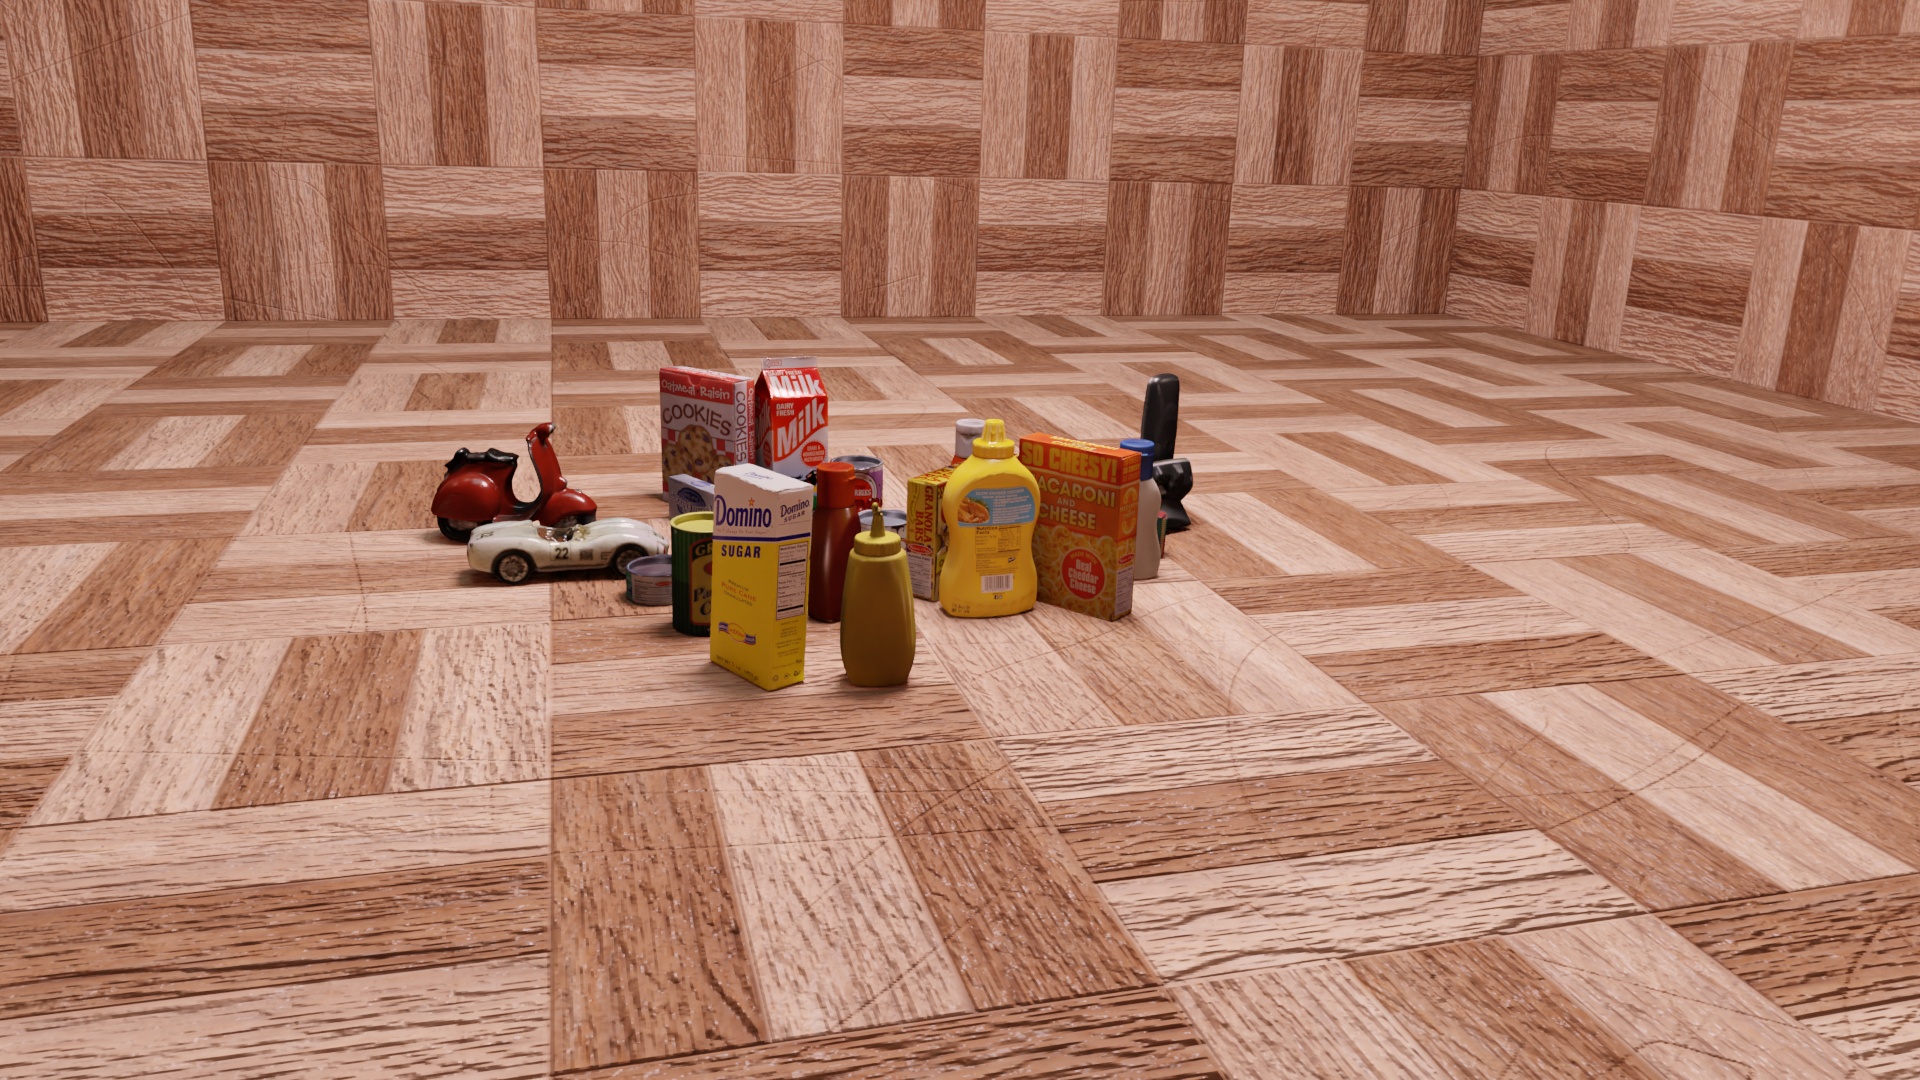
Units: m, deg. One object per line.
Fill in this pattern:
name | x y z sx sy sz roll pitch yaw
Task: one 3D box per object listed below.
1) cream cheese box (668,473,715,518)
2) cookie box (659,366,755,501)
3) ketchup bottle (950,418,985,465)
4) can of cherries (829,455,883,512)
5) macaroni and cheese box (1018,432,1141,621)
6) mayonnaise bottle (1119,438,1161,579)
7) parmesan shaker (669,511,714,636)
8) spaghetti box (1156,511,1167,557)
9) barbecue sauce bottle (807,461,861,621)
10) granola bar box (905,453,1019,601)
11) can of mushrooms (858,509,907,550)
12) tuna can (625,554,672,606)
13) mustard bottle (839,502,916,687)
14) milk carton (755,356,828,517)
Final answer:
cream cheese box | -0.302 -0.040 1.612 0.024 0.053 0.104 -13 22 -41
cookie box | -0.306 -0.121 1.681 0.123 0.166 0.040 12 19 31
ketchup bottle | 0.011 -0.060 1.547 0.065 0.148 0.044 6 17 15
can of cherries | -0.129 -0.070 1.720 0.071 0.058 0.072 2 17 0
macaroni and cheese box | 0.114 -0.016 1.384 0.124 0.165 0.040 14 20 35
mayonnaise bottle | 0.184 -0.033 1.479 0.065 0.147 0.041 -2 17 -13
parmesan shaker | -0.235 0.031 1.301 0.071 0.102 0.071 2 17 0
spaghetti box | 0.112 -0.019 1.593 0.250 0.050 0.029 6 17 13
barbecue sauce bottle | -0.120 0.000 1.336 0.043 0.148 0.065 9 18 24
granola bar box | 0.005 -0.018 1.452 0.039 0.123 0.166 12 19 30
can of mushrooms | -0.086 -0.012 1.576 0.071 0.033 0.071 2 17 0
tuna can | -0.300 0.039 1.386 0.071 0.032 0.071 2 17 0
mustard bottle | -0.069 0.044 1.178 0.065 0.159 0.049 1 16 -5
milk carton | -0.204 -0.126 1.669 0.072 0.189 0.073 -6 18 -26
